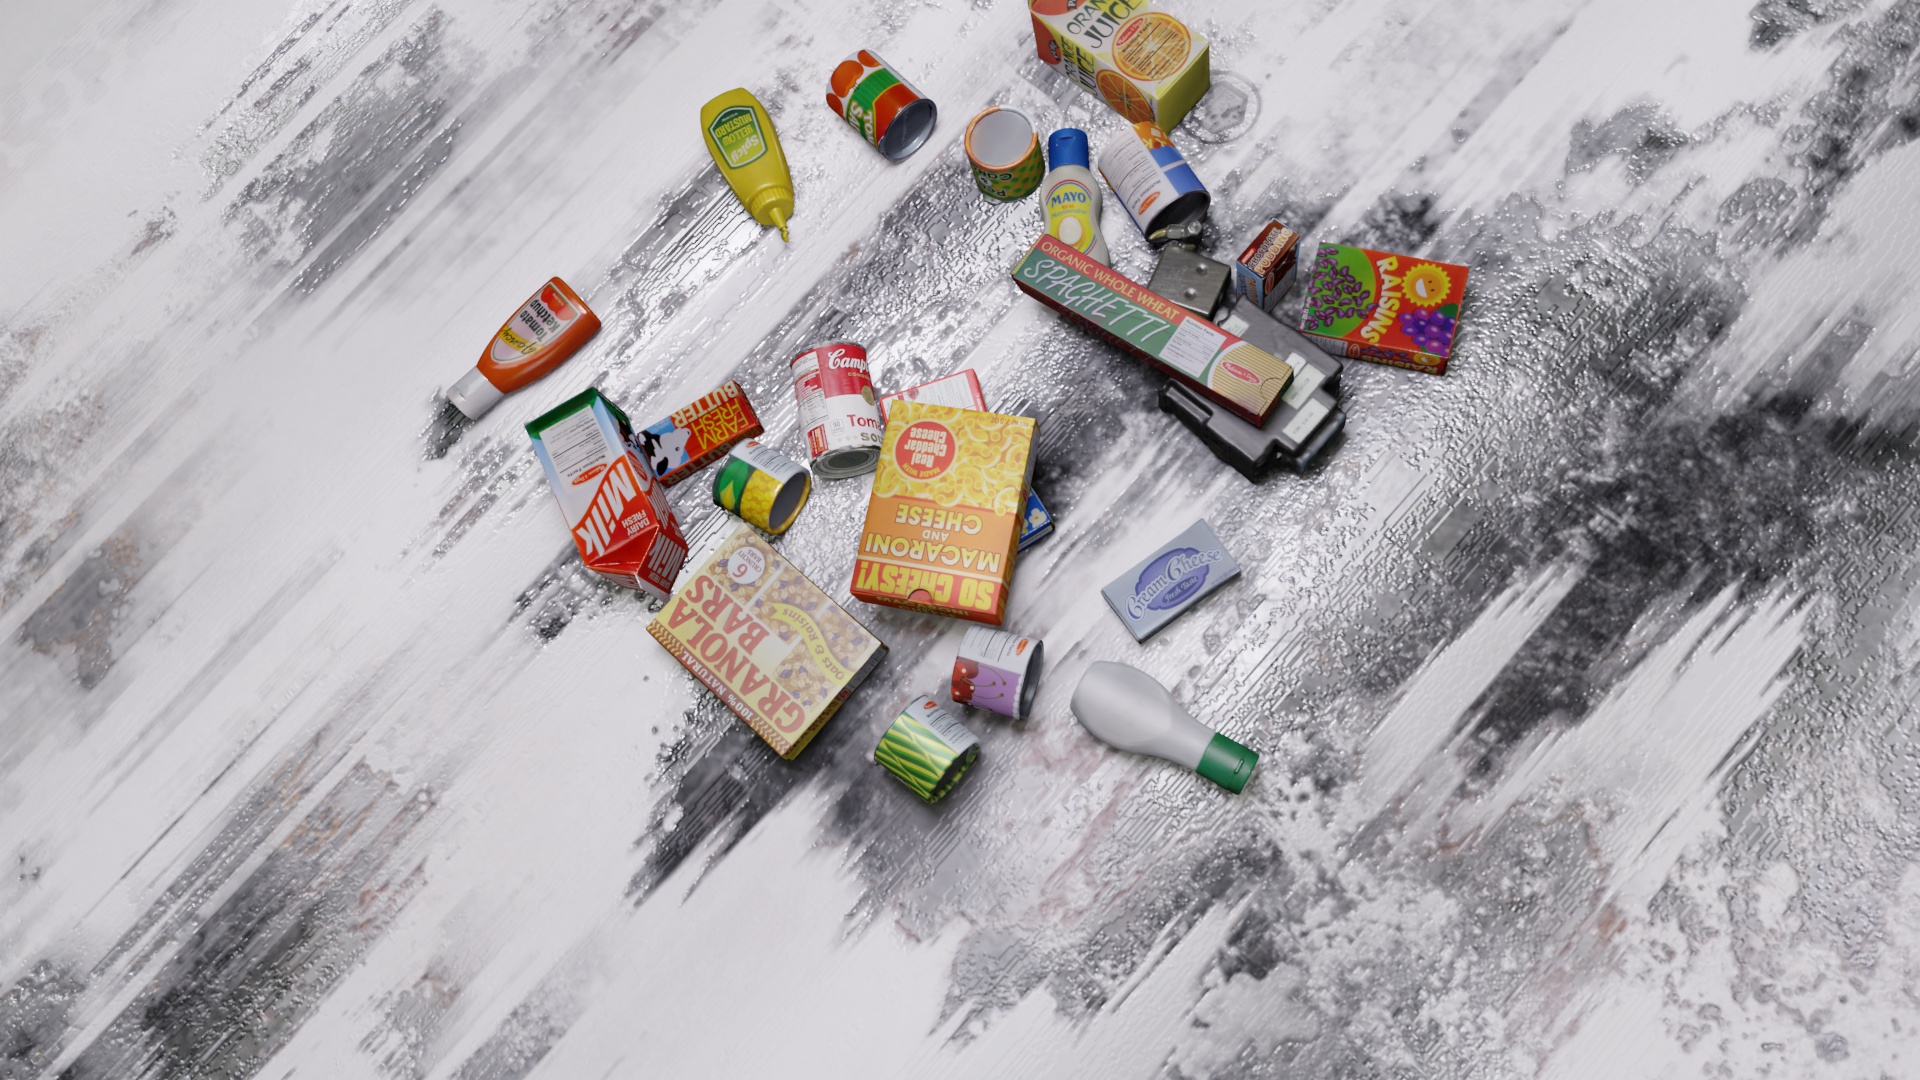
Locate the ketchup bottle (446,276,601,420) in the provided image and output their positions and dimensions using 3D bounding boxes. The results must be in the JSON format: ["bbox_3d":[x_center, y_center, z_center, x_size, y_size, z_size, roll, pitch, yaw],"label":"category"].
[{"bbox_3d":[-0.405,-0.173,1.280,0.149,0.043,0.065,-43,72,-3],"label":"ketchup bottle"}]

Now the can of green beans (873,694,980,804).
[{"bbox_3d":[-0.026,0.166,1.102,0.058,0.071,0.071,37,84,17],"label":"can of green beans"}]

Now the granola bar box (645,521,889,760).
[{"bbox_3d":[-0.162,0.084,1.165,0.166,0.039,0.124,39,84,18],"label":"granola bar box"}]

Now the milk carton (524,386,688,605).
[{"bbox_3d":[-0.299,-0.030,1.205,0.073,0.072,0.191,-29,70,1],"label":"milk carton"}]

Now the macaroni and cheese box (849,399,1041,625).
[{"bbox_3d":[-0.012,-0.024,1.126,0.124,0.040,0.167,9,76,13],"label":"macaroni and cheese box"}]

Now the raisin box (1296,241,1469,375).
[{"bbox_3d":[0.348,-0.192,1.151,0.123,0.040,0.086,13,76,15],"label":"raisin box"}]

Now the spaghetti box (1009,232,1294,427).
[{"bbox_3d":[0.153,-0.175,1.132,0.250,0.028,0.050,34,83,23],"label":"spaghetti box"}]

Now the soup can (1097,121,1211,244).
[{"bbox_3d":[0.169,-0.310,1.206,0.071,0.071,0.084,-30,71,1],"label":"soup can"}]

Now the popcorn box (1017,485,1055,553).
[{"bbox_3d":[0.004,-0.015,1.163,0.127,0.038,0.085,-31,72,0],"label":"popcorn box"}]

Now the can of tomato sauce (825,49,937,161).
[{"bbox_3d":[-0.074,-0.398,1.272,0.071,0.071,0.083,-44,71,-3],"label":"can of tomato sauce"}]

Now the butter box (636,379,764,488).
[{"bbox_3d":[-0.231,-0.095,1.236,0.103,0.024,0.053,-29,71,1],"label":"butter box"}]

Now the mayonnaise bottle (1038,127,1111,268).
[{"bbox_3d":[0.097,-0.290,1.223,0.065,0.041,0.148,-5,74,11],"label":"mayonnaise bottle"}]

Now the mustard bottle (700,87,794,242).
[{"bbox_3d":[-0.188,-0.343,1.286,0.065,0.048,0.160,-27,71,4],"label":"mustard bottle"}]

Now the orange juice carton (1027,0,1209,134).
[{"bbox_3d":[0.129,-0.452,1.248,0.193,0.071,0.073,41,85,18],"label":"orange juice carton"}]

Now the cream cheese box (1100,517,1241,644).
[{"bbox_3d":[0.171,0.033,1.126,0.104,0.024,0.053,-35,71,-1],"label":"cream cheese box"}]

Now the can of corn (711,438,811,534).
[{"bbox_3d":[-0.170,-0.044,1.190,0.058,0.071,0.071,28,81,16],"label":"can of corn"}]

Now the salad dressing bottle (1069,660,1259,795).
[{"bbox_3d":[0.159,0.148,1.086,0.148,0.044,0.064,28,79,15],"label":"salad dressing bottle"}]

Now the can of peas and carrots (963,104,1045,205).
[{"bbox_3d":[0.038,-0.344,1.240,0.071,0.058,0.071,-3,74,10],"label":"can of peas and carrots"}]

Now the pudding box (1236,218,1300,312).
[{"bbox_3d":[0.255,-0.224,1.153,0.030,0.083,0.050,40,85,18],"label":"pudding box"}]

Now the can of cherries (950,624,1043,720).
[{"bbox_3d":[0.029,0.107,1.111,0.058,0.071,0.071,13,77,14],"label":"can of cherries"}]
